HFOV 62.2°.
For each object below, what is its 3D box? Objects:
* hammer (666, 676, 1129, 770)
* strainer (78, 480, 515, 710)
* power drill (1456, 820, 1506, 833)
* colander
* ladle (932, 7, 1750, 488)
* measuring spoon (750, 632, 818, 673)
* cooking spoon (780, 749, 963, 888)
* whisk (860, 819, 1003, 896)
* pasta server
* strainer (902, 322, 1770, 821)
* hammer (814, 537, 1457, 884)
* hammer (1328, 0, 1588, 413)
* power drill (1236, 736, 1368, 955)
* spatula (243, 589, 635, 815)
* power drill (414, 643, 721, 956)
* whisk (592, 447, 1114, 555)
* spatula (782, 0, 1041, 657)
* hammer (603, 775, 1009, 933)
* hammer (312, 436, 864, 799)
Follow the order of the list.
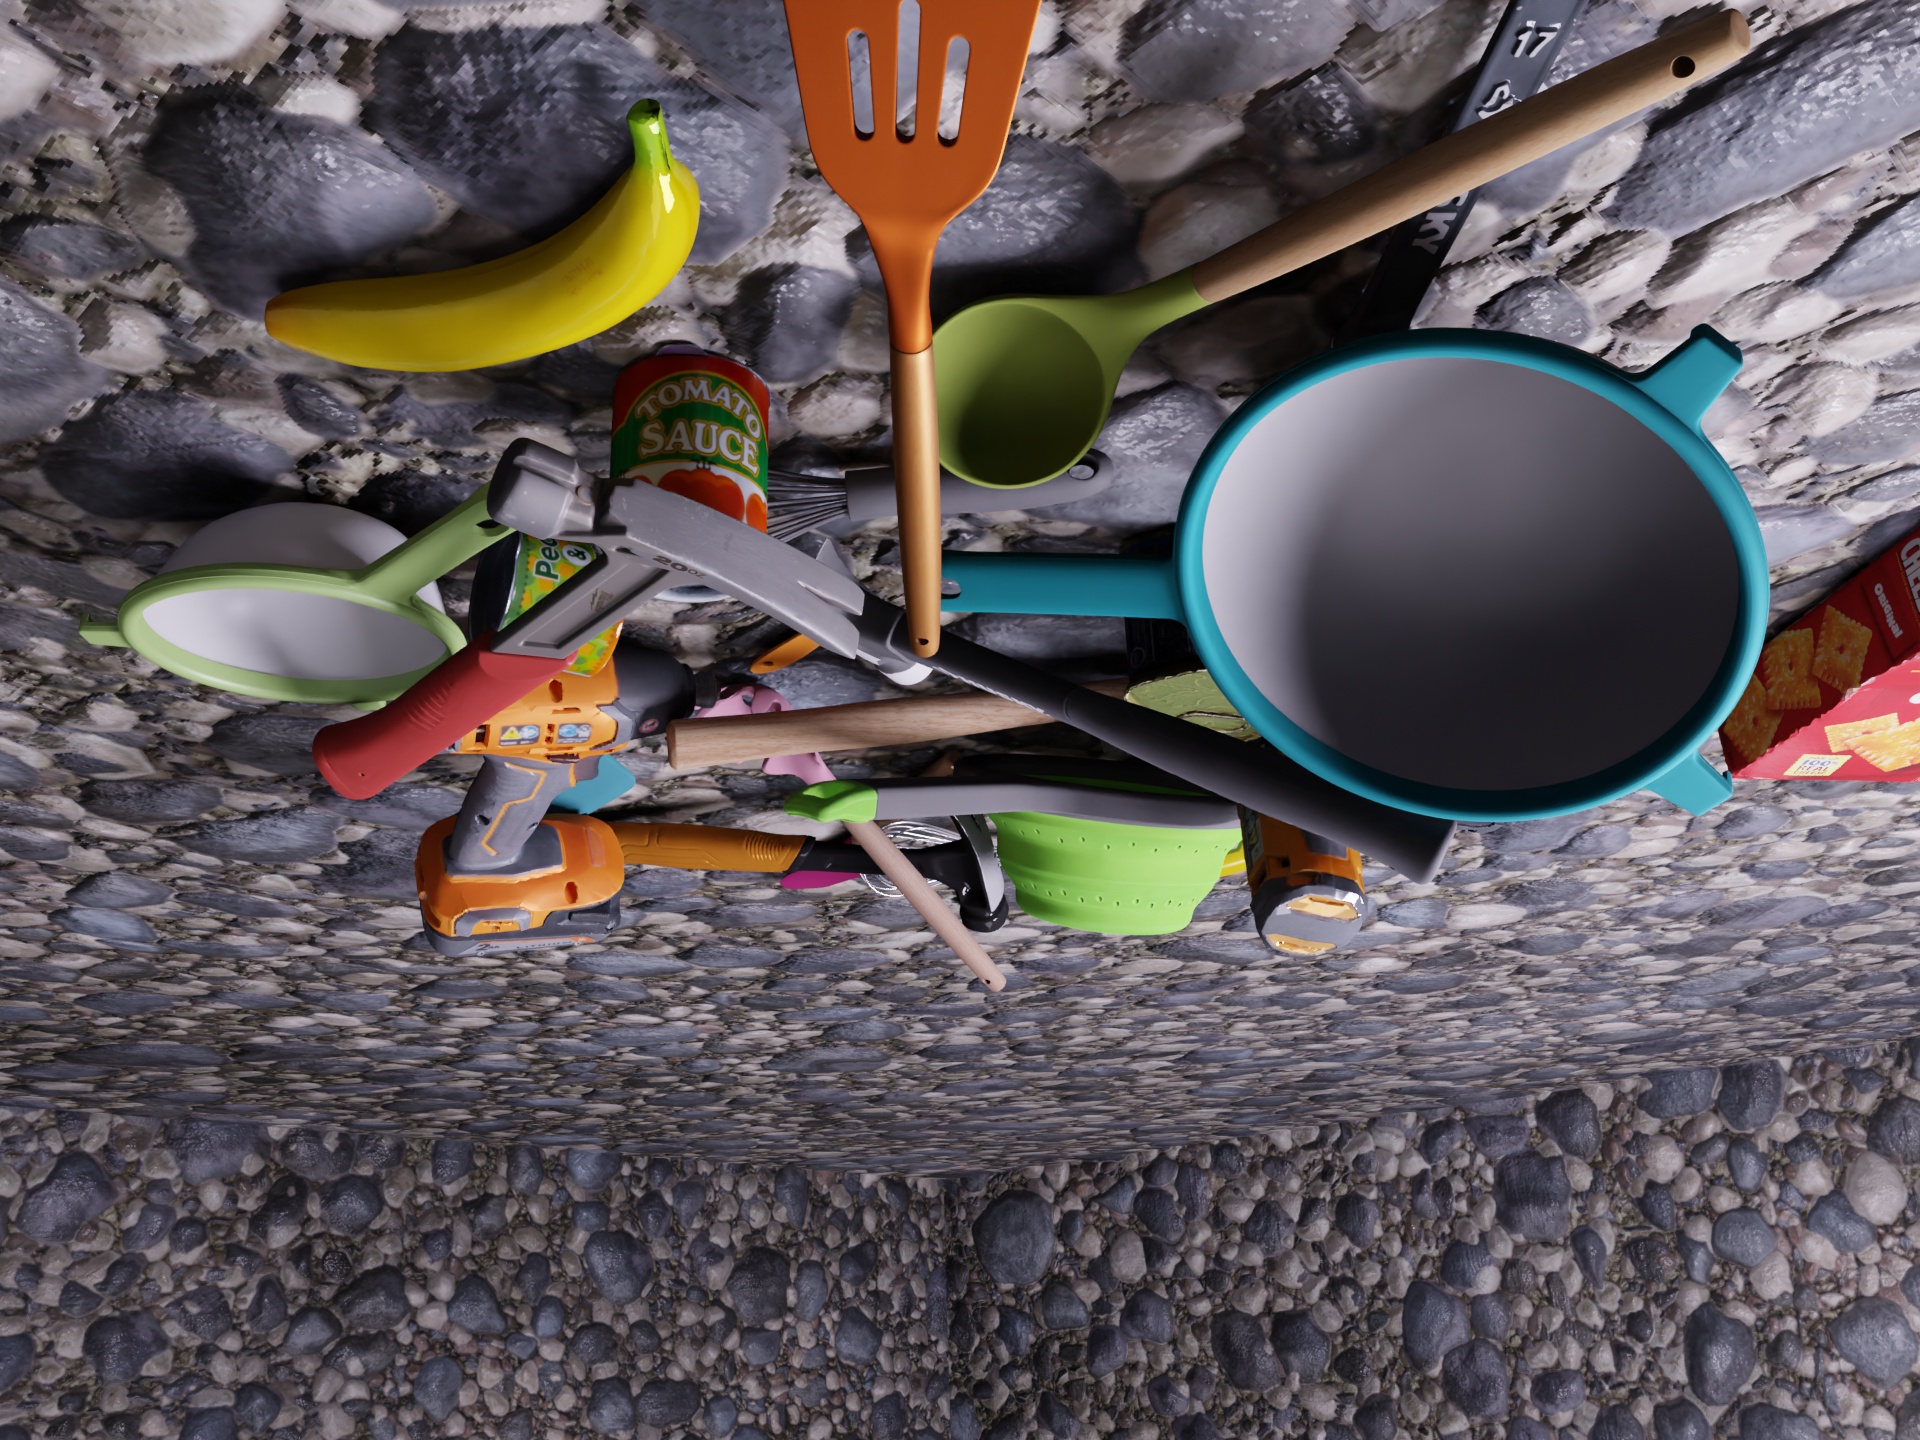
[{"bbox_3d":[-0.001,-0.003,0.913,0.331,0.031,0.130,-6,164,-14],"label":"hammer"},{"bbox_3d":[-0.270,-0.077,0.717,0.256,0.069,0.151,-20,154,38],"label":"strainer"},{"bbox_3d":[0.310,-0.026,0.869,0.143,0.079,0.219,8,145,-21],"label":"power drill"},{"bbox_3d":[0.042,0.078,0.932,0.205,0.094,0.397,9,-175,38],"label":"colander"},{"bbox_3d":[0.097,-0.147,0.528,0.078,0.062,0.320,46,147,-23],"label":"ladle"},{"bbox_3d":[-0.089,-0.048,0.893,0.021,0.011,0.117,7,160,-33],"label":"measuring spoon"},{"bbox_3d":[-0.066,0.082,1.196,0.068,0.017,0.319,1,159,-25],"label":"cooking spoon"},{"bbox_3d":[0.028,0.103,1.201,0.246,0.058,0.059,3,-167,-34],"label":"whisk"},{"bbox_3d":[-0.059,0.082,1.021,0.060,0.040,0.316,-13,129,36],"label":"pasta server"},{"bbox_3d":[0.141,-0.073,0.645,0.340,0.095,0.210,4,128,29],"label":"strainer"},{"bbox_3d":[0.067,-0.003,0.738,0.335,0.035,0.146,23,174,28],"label":"hammer"},{"bbox_3d":[0.168,-0.159,0.608,0.149,0.036,0.408,-1,158,-5],"label":"hammer"},{"bbox_3d":[0.205,-0.011,0.833,0.084,0.186,0.226,11,136,-8],"label":"power drill"},{"bbox_3d":[-0.304,-0.016,0.902,0.082,0.044,0.317,-26,151,11],"label":"spatula"},{"bbox_3d":[-0.235,0.041,0.930,0.164,0.084,0.226,-3,139,-24],"label":"power drill"},{"bbox_3d":[-0.049,-0.099,0.721,0.239,0.055,0.055,-6,158,1],"label":"whisk"},{"bbox_3d":[-0.015,-0.127,0.576,0.081,0.041,0.322,5,147,4],"label":"spatula"},{"bbox_3d":[-0.137,0.087,1.114,0.337,0.034,0.127,1,130,21],"label":"hammer"},{"bbox_3d":[-0.199,-0.018,0.709,0.149,0.037,0.359,23,151,-31],"label":"hammer"}]
